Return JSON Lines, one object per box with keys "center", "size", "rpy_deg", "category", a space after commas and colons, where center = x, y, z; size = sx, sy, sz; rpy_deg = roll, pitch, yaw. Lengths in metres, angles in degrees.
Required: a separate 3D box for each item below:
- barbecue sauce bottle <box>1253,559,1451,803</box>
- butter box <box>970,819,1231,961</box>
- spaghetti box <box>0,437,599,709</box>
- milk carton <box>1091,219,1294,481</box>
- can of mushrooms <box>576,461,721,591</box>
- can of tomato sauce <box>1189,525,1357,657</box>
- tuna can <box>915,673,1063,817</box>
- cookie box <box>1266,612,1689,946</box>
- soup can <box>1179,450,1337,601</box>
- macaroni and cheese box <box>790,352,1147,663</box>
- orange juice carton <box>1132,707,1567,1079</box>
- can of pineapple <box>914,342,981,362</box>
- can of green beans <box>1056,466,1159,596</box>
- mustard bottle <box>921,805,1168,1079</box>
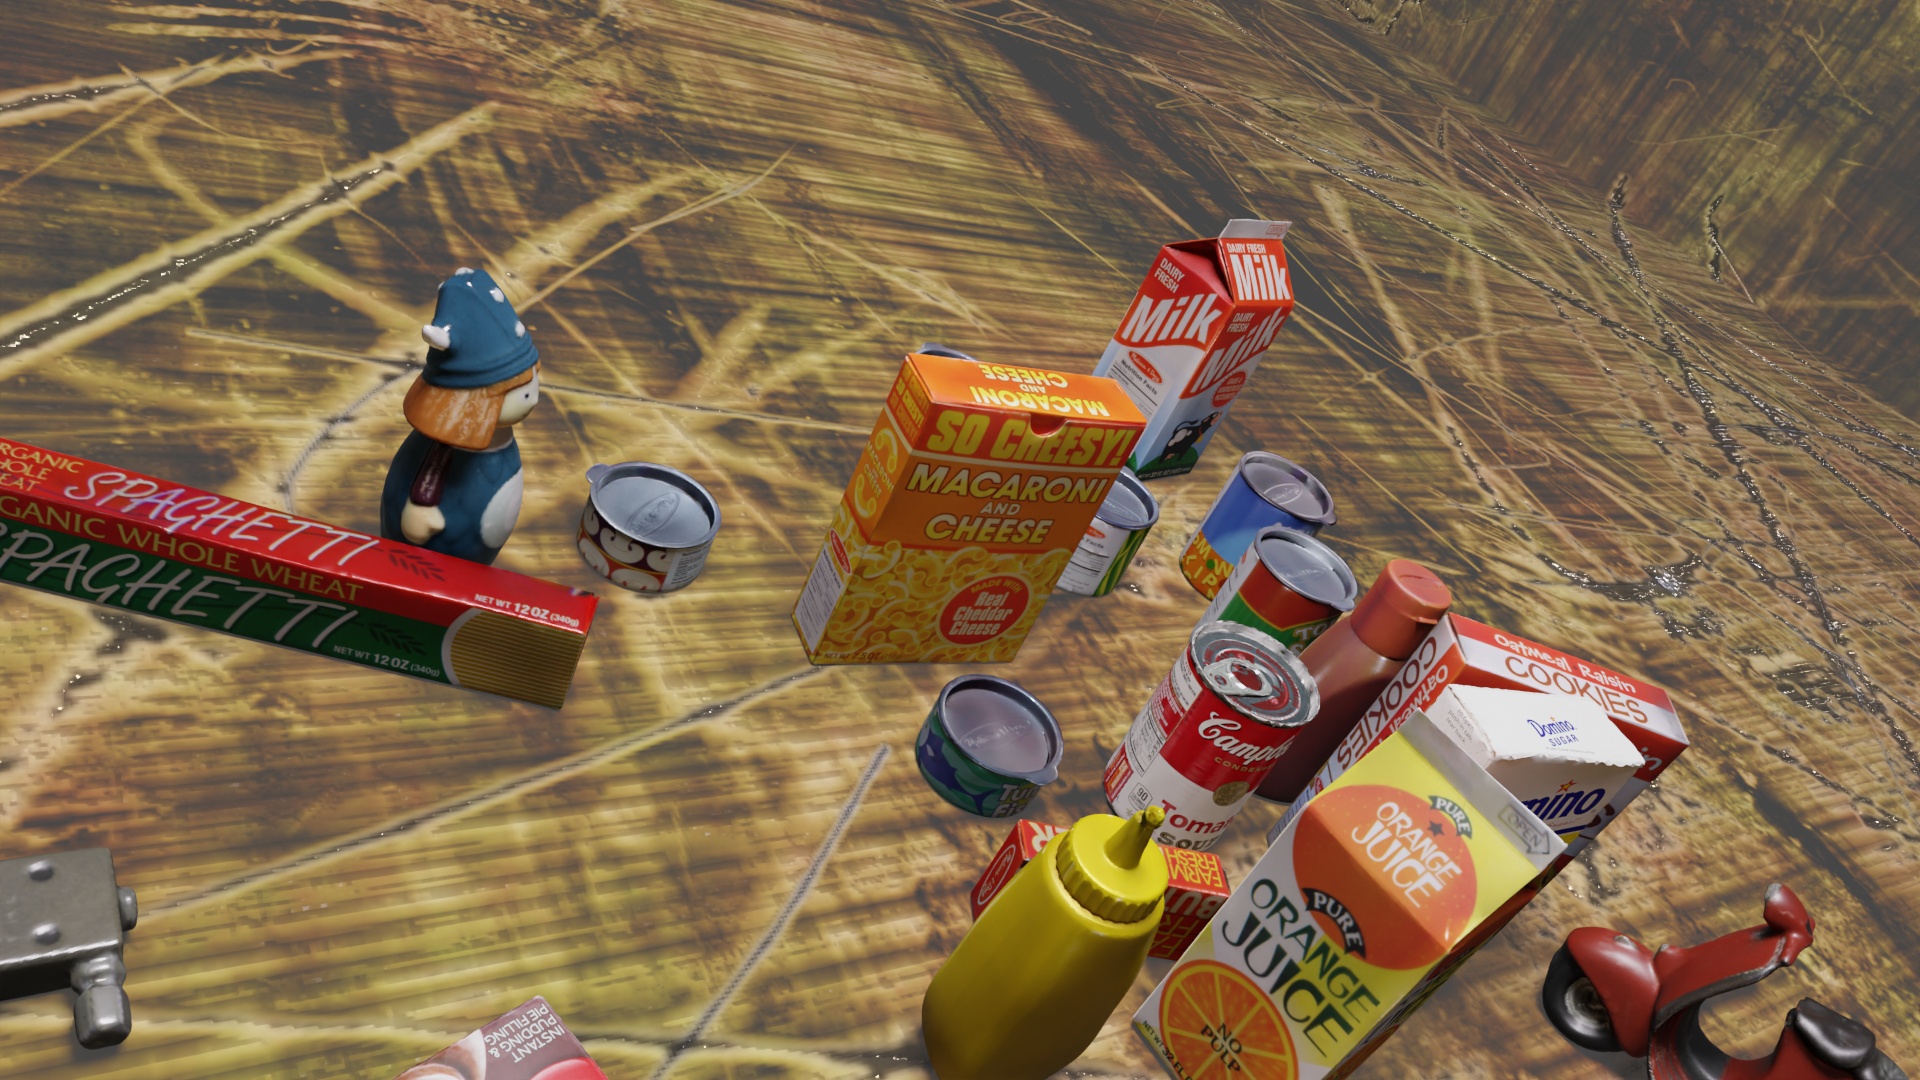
{"center": [0.201, 0.076, 0.730], "size": [0.065, 0.147, 0.044], "rpy_deg": [9, 37, -25], "category": "barbecue sauce bottle"}
{"center": [0.062, 0.155, 0.613], "size": [0.103, 0.052, 0.024], "rpy_deg": [14, 36, -19], "category": "butter box"}
{"center": [-0.279, 0.015, 0.569], "size": [0.250, 0.050, 0.029], "rpy_deg": [16, 35, -16], "category": "spaghetti box"}
{"center": [0.158, -0.137, 0.948], "size": [0.072, 0.189, 0.073], "rpy_deg": [-11, 49, -43], "category": "milk carton"}
{"center": [-0.159, -0.008, 0.698], "size": [0.071, 0.033, 0.071], "rpy_deg": [18, 34, -13], "category": "can of mushrooms"}
{"center": [0.184, 0.045, 0.819], "size": [0.071, 0.082, 0.071], "rpy_deg": [18, 34, -13], "category": "can of tomato sauce"}
{"center": [0.015, 0.101, 0.672], "size": [0.071, 0.032, 0.071], "rpy_deg": [18, 34, -13], "category": "tuna can"}
{"center": [0.248, 0.122, 0.683], "size": [0.123, 0.166, 0.040], "rpy_deg": [19, 34, -12], "category": "cookie box"}
{"center": [0.190, -0.003, 0.886], "size": [0.071, 0.083, 0.072], "rpy_deg": [18, 34, -13], "category": "soup can"}
{"center": [0.002, -0.009, 0.690], "size": [0.124, 0.165, 0.040], "rpy_deg": [3, 41, -33], "category": "macaroni and cheese box"}
{"center": [0.154, 0.155, 0.551], "size": [0.073, 0.191, 0.072], "rpy_deg": [-10, 48, -43], "category": "orange juice carton"}
{"center": [-0.011, -0.081, 0.877], "size": [0.071, 0.057, 0.071], "rpy_deg": [18, 34, -13], "category": "can of pineapple"}
{"center": [0.078, -0.008, 0.839], "size": [0.071, 0.057, 0.071], "rpy_deg": [18, 34, -13], "category": "can of green beans"}
{"center": [0.038, 0.146, 0.512], "size": [0.065, 0.159, 0.049], "rpy_deg": [2, 41, -34], "category": "mustard bottle"}
